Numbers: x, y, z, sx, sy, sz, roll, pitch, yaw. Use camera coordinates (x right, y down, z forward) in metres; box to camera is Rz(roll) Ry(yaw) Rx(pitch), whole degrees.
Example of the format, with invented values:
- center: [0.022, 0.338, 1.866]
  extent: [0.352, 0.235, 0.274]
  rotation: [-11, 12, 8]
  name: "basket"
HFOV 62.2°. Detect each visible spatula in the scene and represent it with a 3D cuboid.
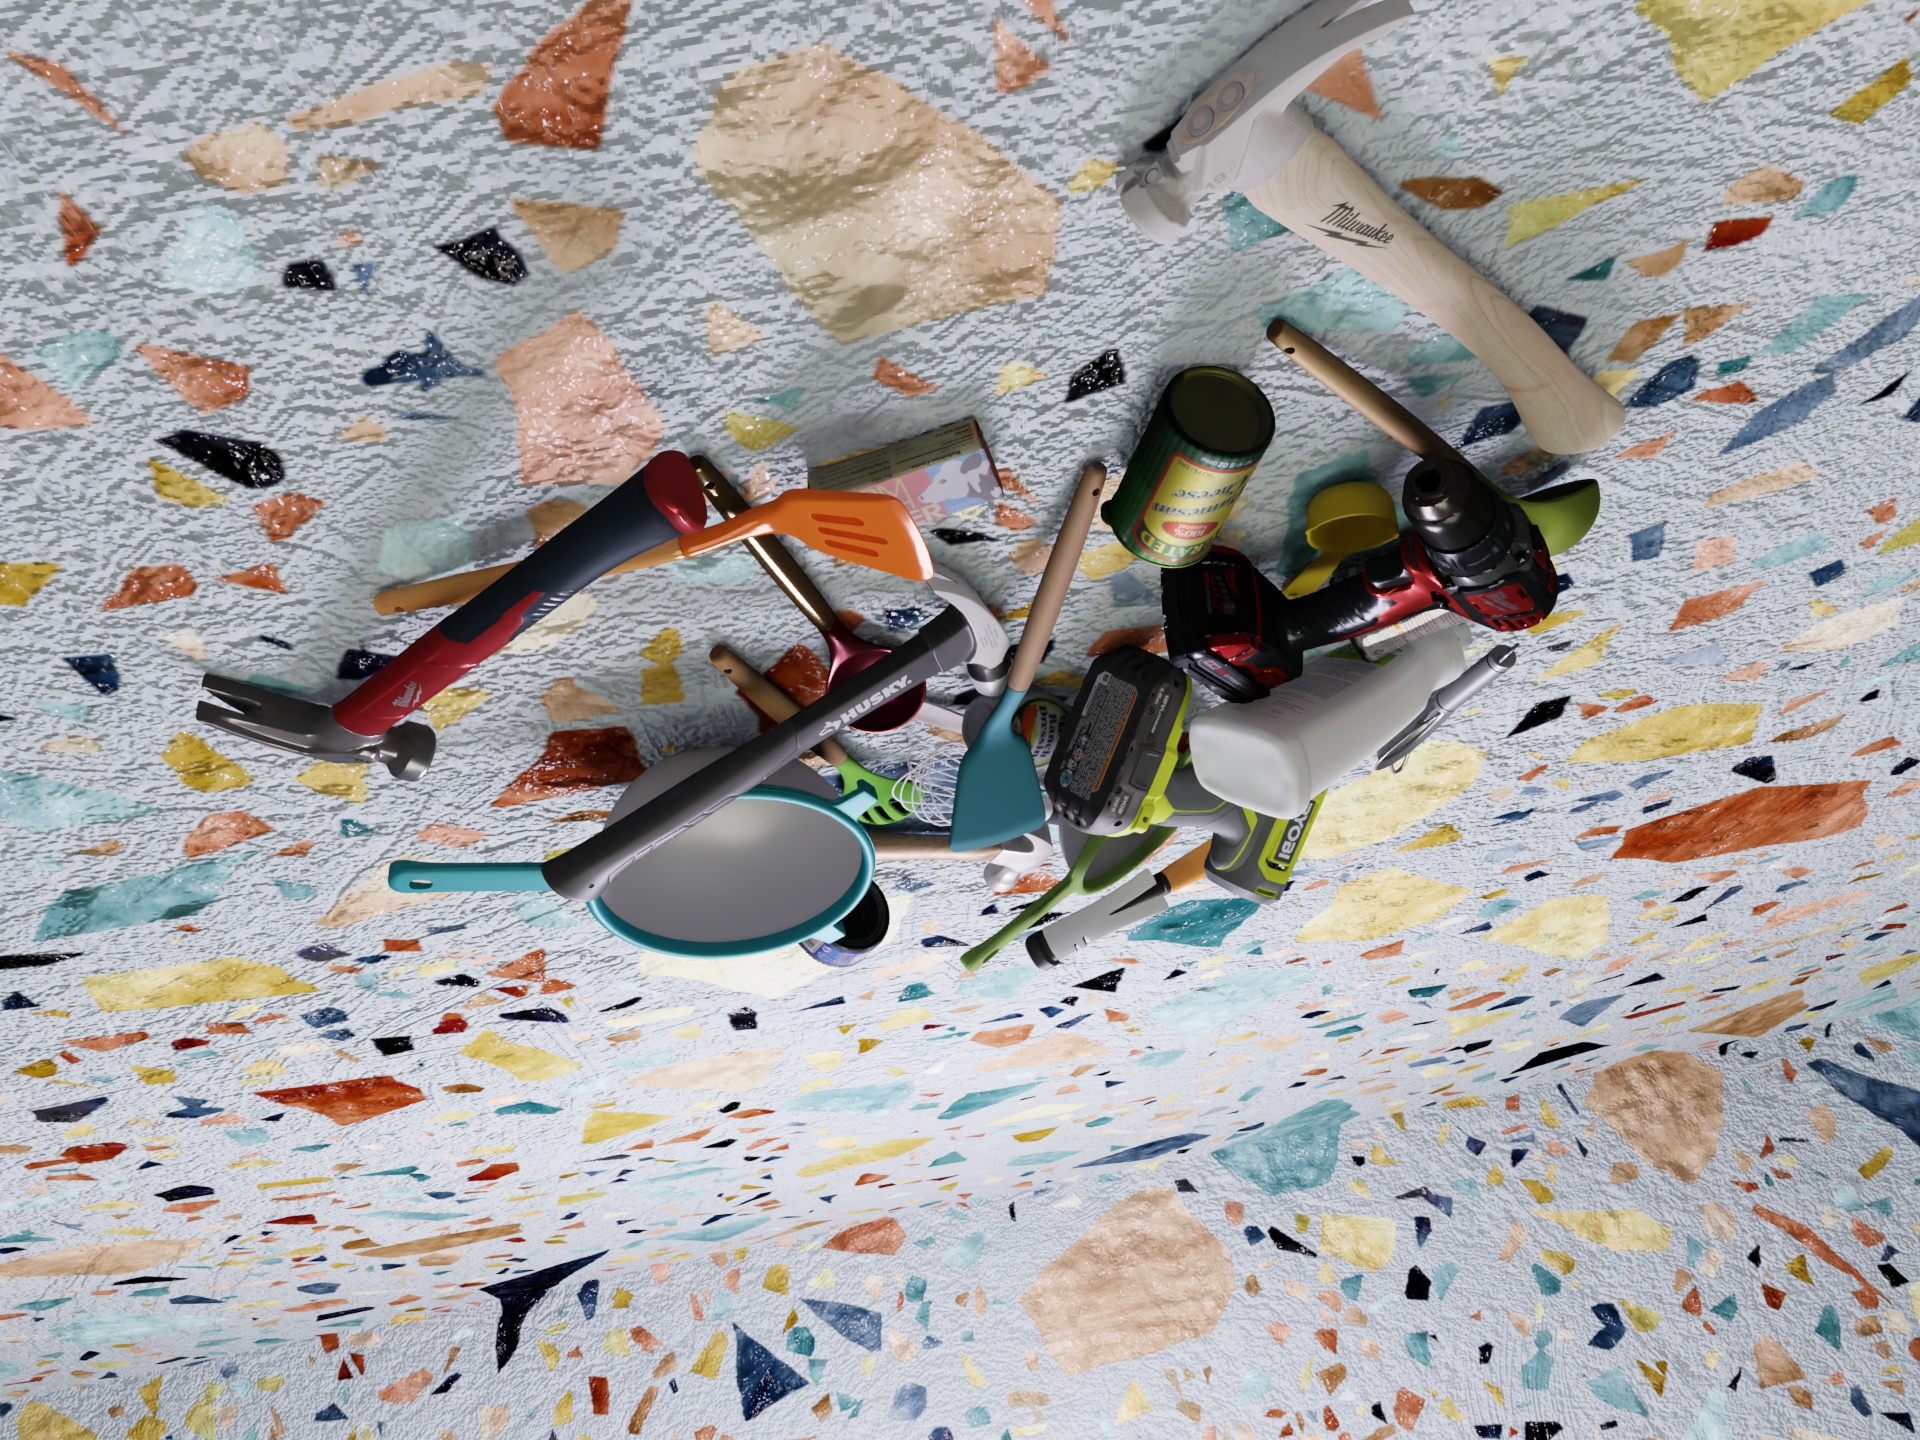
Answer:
- center: [-0.178, -0.086, 0.887]
  extent: [0.322, 0.041, 0.081]
  rotation: [-10, 151, 9]
  name: "spatula"
- center: [0.051, -0.035, 1.039]
  extent: [0.082, 0.044, 0.317]
  rotation: [-14, 142, -28]
  name: "spatula"

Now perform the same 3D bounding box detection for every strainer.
- center: [0.087, 0.099, 1.280]
  extent: [0.256, 0.069, 0.151]
  rotation: [-38, 158, -11]
  name: "strainer"
- center: [0.377, -0.015, 1.245]
  extent: [0.087, 0.050, 0.258]
  rotation: [-32, 169, -16]
  name: "strainer"
- center: [-0.234, 0.082, 1.158]
  extent: [0.340, 0.095, 0.210]
  rotation: [0, 140, -14]
  name: "strainer"

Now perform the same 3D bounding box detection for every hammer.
- center: [0.260, -0.230, 0.829]
  extent: [0.146, 0.038, 0.410]
  rotation: [-34, 147, 33]
  name: "hammer"
- center: [-0.279, -0.055, 0.876]
  extent: [0.143, 0.038, 0.386]
  rotation: [20, 146, -39]
  name: "hammer"
- center: [0.184, 0.129, 1.341]
  extent: [0.127, 0.034, 0.337]
  rotation: [-34, 171, 33]
  name: "hammer"
- center: [-0.071, 0.105, 1.336]
  extent: [0.331, 0.031, 0.130]
  rotation: [3, 150, -27]
  name: "hammer"
- center: [-0.120, 0.015, 1.025]
  extent: [0.335, 0.035, 0.146]
  rotation: [-32, 148, -4]
  name: "hammer"

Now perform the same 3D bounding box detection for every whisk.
- center: [0.043, 0.066, 1.290]
  extent: [0.070, 0.070, 0.284]
  rotation: [-28, 154, 28]
  name: "whisk"

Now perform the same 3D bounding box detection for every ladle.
- center: [0.285, -0.173, 0.955]
  extent: [0.319, 0.062, 0.078]
  rotation: [23, 155, -38]
  name: "ladle"
- center: [-0.095, -0.073, 0.990]
  extent: [0.069, 0.031, 0.315]
  rotation: [-28, 149, 5]
  name: "ladle"

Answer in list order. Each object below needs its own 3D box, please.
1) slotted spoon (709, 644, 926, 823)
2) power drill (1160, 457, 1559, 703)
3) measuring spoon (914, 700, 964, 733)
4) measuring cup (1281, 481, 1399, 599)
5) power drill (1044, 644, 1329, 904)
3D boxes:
- center: [-0.103, 0.018, 1.163]
  extent: [0.070, 0.031, 0.313]
  rotation: [-17, 151, 15]
  name: "slotted spoon"
- center: [0.238, -0.088, 0.979]
  extent: [0.227, 0.080, 0.187]
  rotation: [-14, 157, 30]
  name: "power drill"
- center: [-0.002, -0.004, 1.182]
  extent: [0.124, 0.018, 0.034]
  rotation: [18, 137, -35]
  name: "measuring spoon"
- center: [0.242, -0.116, 1.060]
  extent: [0.062, 0.029, 0.156]
  rotation: [2, 163, -8]
  name: "measuring cup"
- center: [0.190, 0.025, 1.183]
  extent: [0.228, 0.080, 0.190]
  rotation: [18, 97, -35]
  name: "power drill"
